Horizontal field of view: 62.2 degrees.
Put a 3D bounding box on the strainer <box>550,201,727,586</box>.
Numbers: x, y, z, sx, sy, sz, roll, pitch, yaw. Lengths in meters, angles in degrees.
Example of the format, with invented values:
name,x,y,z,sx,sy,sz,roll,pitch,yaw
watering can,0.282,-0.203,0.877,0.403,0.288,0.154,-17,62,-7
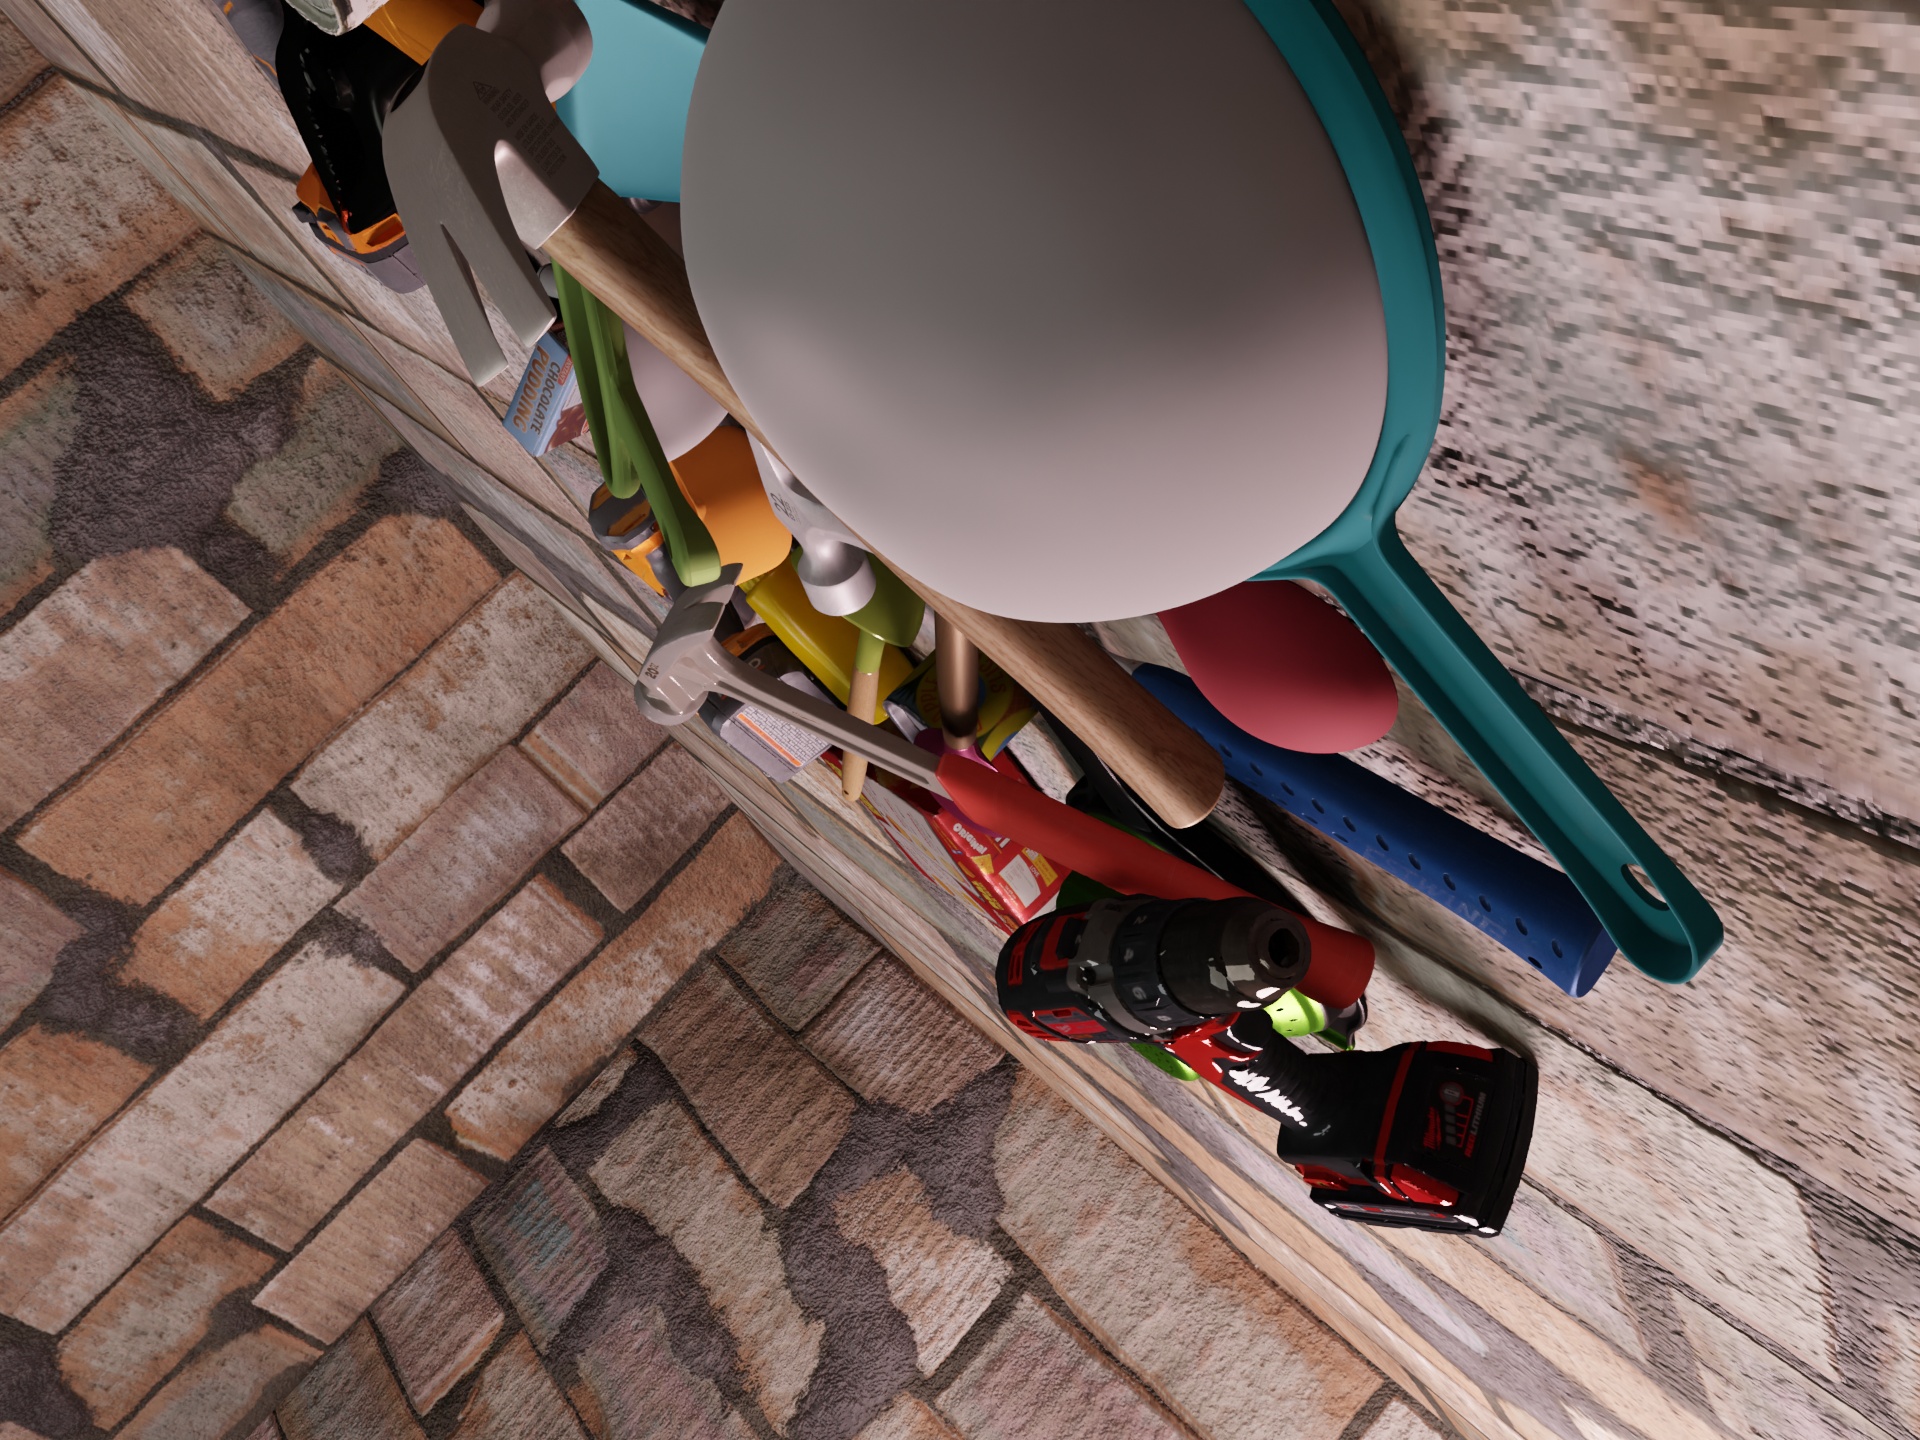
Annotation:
name,x,y,z,sx,sy,sz,roll,pitch,yaw
strainer,-0.111,-0.139,0.633,0.151,0.069,0.257,91,159,-43

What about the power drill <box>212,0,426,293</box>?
name,x,y,z,sx,sy,sz,roll,pitch,yaw
power drill,-0.357,-0.351,0.842,0.164,0.084,0.226,34,161,42

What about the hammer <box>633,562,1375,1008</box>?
name,x,y,z,sx,sy,sz,roll,pitch,yaw
hammer,0.033,0.040,0.694,0.359,0.037,0.149,26,160,-14

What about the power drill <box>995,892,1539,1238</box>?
name,x,y,z,sx,sy,sz,roll,pitch,yaw
power drill,0.143,0.141,0.687,0.226,0.080,0.188,31,156,-17

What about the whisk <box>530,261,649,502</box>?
name,x,y,z,sx,sy,sz,roll,pitch,yaw
whisk,-0.216,-0.202,0.968,0.239,0.055,0.055,50,168,-9

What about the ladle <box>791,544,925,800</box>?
name,x,y,z,sx,sy,sz,roll,pitch,yaw
ladle,-0.065,-0.014,0.935,0.078,0.062,0.320,42,156,13

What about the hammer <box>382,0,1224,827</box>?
name,x,y,z,sx,sy,sz,roll,pitch,yaw
hammer,-0.030,-0.071,0.484,0.031,0.130,0.331,-32,120,32

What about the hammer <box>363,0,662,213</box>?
name,x,y,z,sx,sy,sz,roll,pitch,yaw
hammer,-0.236,-0.284,0.615,0.337,0.034,0.127,36,157,16

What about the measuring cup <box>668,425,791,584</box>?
name,x,y,z,sx,sy,sz,roll,pitch,yaw
measuring cup,-0.146,-0.160,0.890,0.173,0.052,0.095,69,165,-3

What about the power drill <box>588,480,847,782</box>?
name,x,y,z,sx,sy,sz,roll,pitch,yaw
power drill,-0.165,-0.062,1.148,0.226,0.084,0.185,53,-178,31

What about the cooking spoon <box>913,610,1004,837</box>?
name,x,y,z,sx,sy,sz,roll,pitch,yaw
cooking spoon,-0.001,-0.002,0.698,0.069,0.017,0.318,36,164,13

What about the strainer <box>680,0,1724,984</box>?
name,x,y,z,sx,sy,sz,roll,pitch,yaw
strainer,0.042,-0.049,0.376,0.340,0.095,0.211,50,159,2

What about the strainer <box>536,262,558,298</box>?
name,x,y,z,sx,sy,sz,roll,pitch,yaw
strainer,-0.184,-0.218,0.817,0.259,0.050,0.086,32,148,57

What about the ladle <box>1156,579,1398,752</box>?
name,x,y,z,sx,sy,sz,roll,pitch,yaw
ladle,0.018,-0.095,0.537,0.316,0.031,0.069,46,153,22

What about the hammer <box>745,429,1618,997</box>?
name,x,y,z,sx,sy,sz,roll,pitch,yaw
hammer,0.061,-0.020,0.615,0.406,0.035,0.143,32,158,33

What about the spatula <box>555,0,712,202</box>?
name,x,y,z,sx,sy,sz,roll,pitch,yaw
spatula,-0.001,-0.126,0.492,0.318,0.044,0.082,39,147,15

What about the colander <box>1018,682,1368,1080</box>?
name,x,y,z,sx,sy,sz,roll,pitch,yaw
colander,0.073,0.077,0.832,0.205,0.094,0.396,28,161,53
